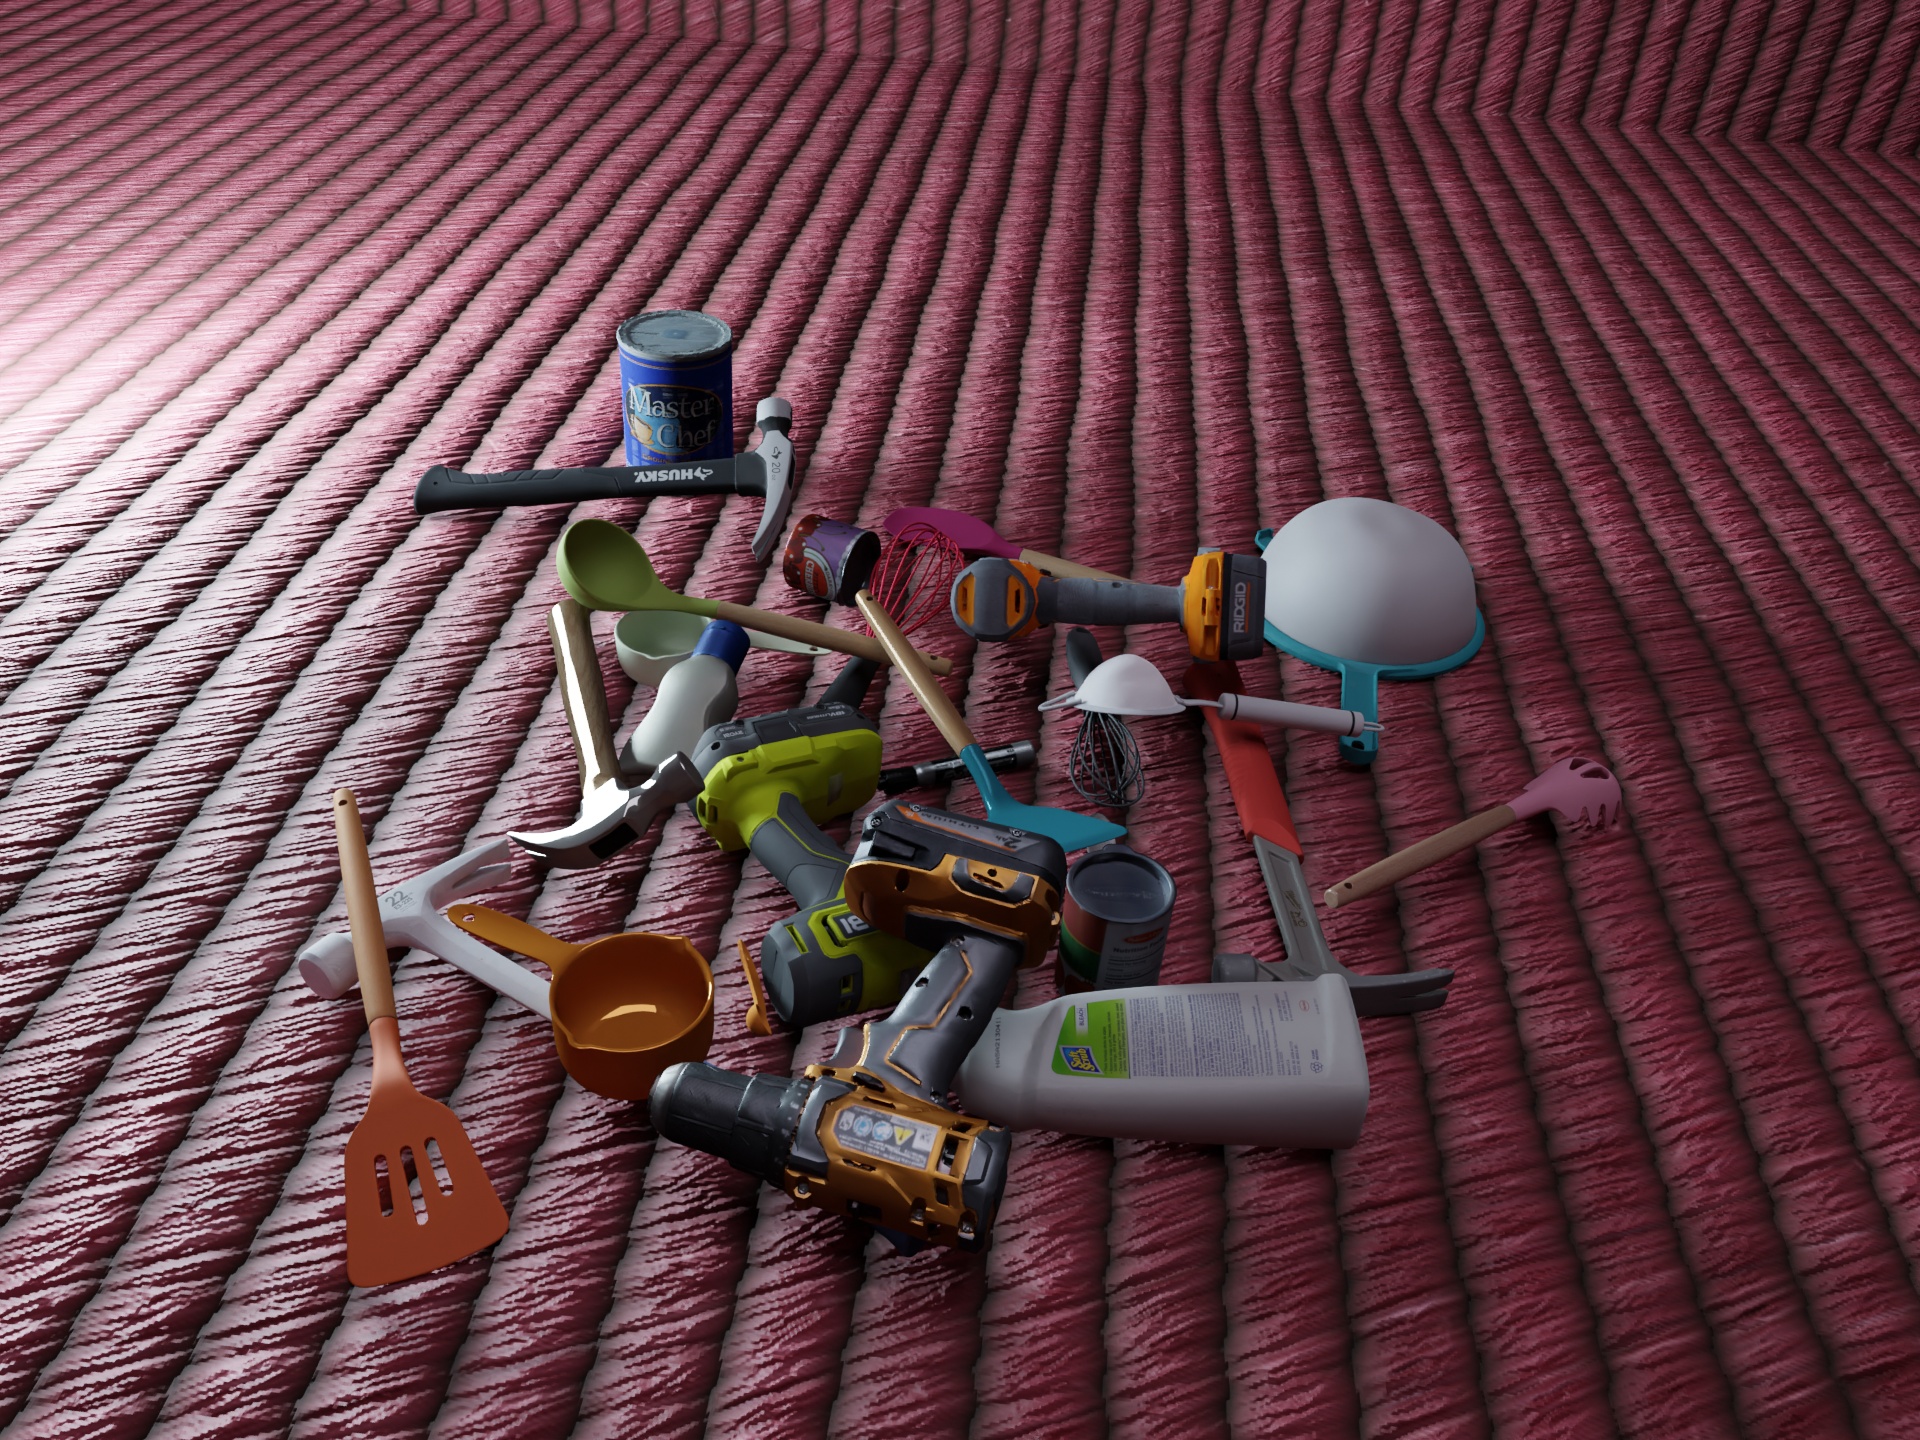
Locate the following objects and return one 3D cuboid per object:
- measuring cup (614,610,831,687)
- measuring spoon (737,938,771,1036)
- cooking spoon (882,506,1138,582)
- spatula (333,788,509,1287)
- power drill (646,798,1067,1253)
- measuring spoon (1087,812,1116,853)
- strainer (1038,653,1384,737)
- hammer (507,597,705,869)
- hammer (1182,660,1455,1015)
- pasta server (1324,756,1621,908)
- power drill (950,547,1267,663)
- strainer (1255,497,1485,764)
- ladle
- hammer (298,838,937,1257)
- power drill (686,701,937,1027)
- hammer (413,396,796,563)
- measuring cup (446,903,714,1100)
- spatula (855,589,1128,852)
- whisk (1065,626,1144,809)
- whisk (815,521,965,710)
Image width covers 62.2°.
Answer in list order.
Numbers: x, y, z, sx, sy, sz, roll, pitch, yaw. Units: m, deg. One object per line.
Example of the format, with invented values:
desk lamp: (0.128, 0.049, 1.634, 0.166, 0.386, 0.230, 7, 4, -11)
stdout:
measuring cup: (-0.184, -0.051, 1.233, 0.167, 0.038, 0.083, 6, 36, -1)
measuring spoon: (-0.126, 0.158, 0.944, 0.011, 0.021, 0.117, -28, 20, -5)
cooking spoon: (0.077, -0.135, 1.392, 0.319, 0.017, 0.069, 19, 39, 19)
spatula: (-0.325, 0.157, 0.893, 0.081, 0.041, 0.323, -18, 47, -13)
power drill: (-0.047, 0.154, 0.851, 0.185, 0.084, 0.226, 13, 52, 8)
measuring spoon: (0.096, 0.102, 1.079, 0.034, 0.018, 0.124, 4, 29, -1)
strainer: (0.185, -0.014, 1.151, 0.258, 0.050, 0.087, 8, 12, -9)
hammer: (-0.267, -0.003, 1.130, 0.130, 0.031, 0.332, -35, 34, 2)
hammer: (0.223, 0.065, 1.121, 0.149, 0.036, 0.359, 1, 37, -5)
pasta server: (0.357, 0.079, 1.093, 0.316, 0.040, 0.060, -18, 42, -34)
power drill: (0.116, -0.091, 1.214, 0.226, 0.084, 0.164, 2, 6, 9)
strainer: (0.335, -0.094, 1.300, 0.211, 0.095, 0.341, 11, 35, 8)
ladle: (-0.157, -0.087, 1.198, 0.320, 0.062, 0.078, 15, 40, 13)
hammer: (-0.184, 0.185, 0.911, 0.406, 0.035, 0.144, 23, 40, 23)
power drill: (-0.063, 0.087, 1.026, 0.190, 0.080, 0.229, -12, 42, -27)
hammer: (-0.311, -0.203, 1.392, 0.335, 0.035, 0.146, -3, 71, 3)
measuring cup: (-0.214, 0.151, 0.882, 0.174, 0.052, 0.095, 19, 39, 22)
spatula: (-0.002, -0.003, 1.086, 0.082, 0.044, 0.318, -13, 45, -25)
whisk: (0.100, -0.008, 1.202, 0.055, 0.055, 0.239, 2, 32, -4)
whisk: (-0.064, -0.066, 1.250, 0.073, 0.073, 0.296, 14, 42, 12)
